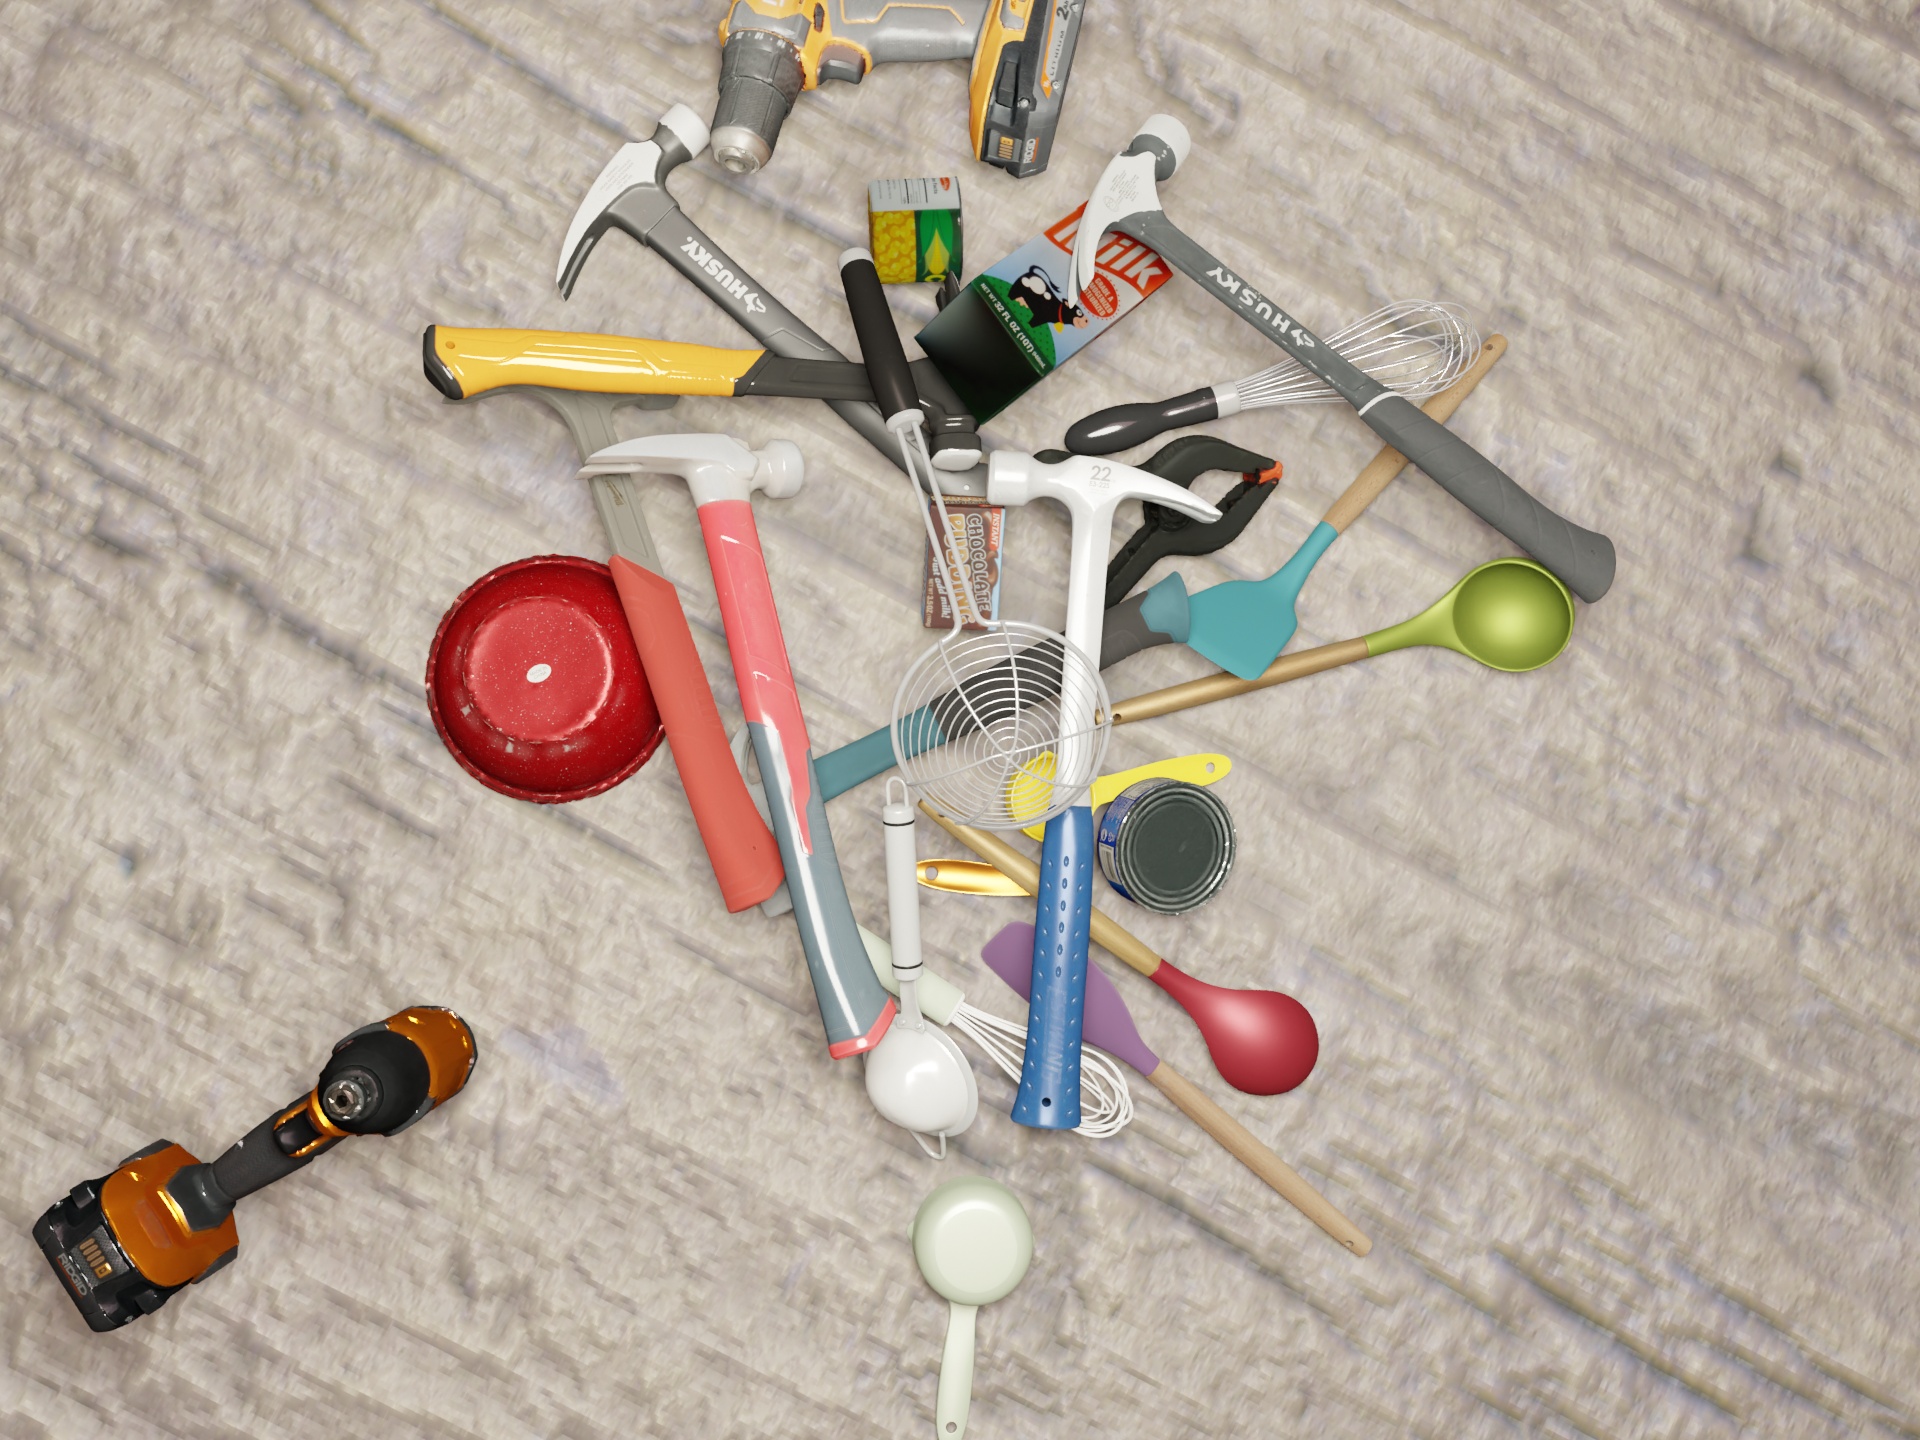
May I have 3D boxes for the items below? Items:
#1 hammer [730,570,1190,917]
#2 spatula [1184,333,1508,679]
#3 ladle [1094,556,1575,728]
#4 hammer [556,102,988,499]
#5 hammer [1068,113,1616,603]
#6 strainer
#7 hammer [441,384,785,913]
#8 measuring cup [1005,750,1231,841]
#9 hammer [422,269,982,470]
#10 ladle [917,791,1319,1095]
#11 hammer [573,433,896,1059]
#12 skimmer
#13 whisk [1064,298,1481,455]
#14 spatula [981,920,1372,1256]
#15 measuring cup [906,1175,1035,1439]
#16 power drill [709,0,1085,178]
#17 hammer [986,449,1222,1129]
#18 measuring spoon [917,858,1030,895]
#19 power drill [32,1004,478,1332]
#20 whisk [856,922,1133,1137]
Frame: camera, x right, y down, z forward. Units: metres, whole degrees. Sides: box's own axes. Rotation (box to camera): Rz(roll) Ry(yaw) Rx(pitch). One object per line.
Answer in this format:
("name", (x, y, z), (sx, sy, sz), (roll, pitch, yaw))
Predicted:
("hammer", (-0.002, -0.003, 1.010), (0.331, 0.033, 0.128), (-26, 86, 1))
("spatula", (0.262, -0.150, 1.056), (0.082, 0.044, 0.317), (38, 80, 28))
("ladle", (0.243, -0.039, 1.040), (0.320, 0.062, 0.078), (-15, 106, -3))
("hammer", (-0.111, -0.241, 1.039), (0.335, 0.035, 0.146), (42, 82, 0))
("hammer", (0.244, -0.206, 0.990), (0.409, 0.036, 0.149), (37, 63, -4))
("strainer", (-0.034, 0.159, 0.966), (0.087, 0.050, 0.258), (6, 105, 33))
("hammer", (-0.192, -0.055, 0.970), (0.149, 0.036, 0.359), (-14, 81, -37))
("measuring cup", (0.103, 0.042, 1.041), (0.156, 0.029, 0.062), (-10, 90, -17))
("hammer", (-0.151, -0.221, 0.971), (0.336, 0.034, 0.127), (-1, 76, -19))
("ladle", (0.102, 0.140, 1.005), (0.315, 0.031, 0.069), (36, 88, -7))
("hammer", (-0.121, 0.011, 0.945), (0.143, 0.038, 0.386), (-7, 76, -34))
("skimmer", (-0.013, -0.114, 0.953), (0.127, 0.090, 0.364), (-18, 71, 3))
("whisk", (0.206, -0.222, 1.056), (0.284, 0.070, 0.070), (-15, 86, -1))
("spatula", (0.144, 0.238, 1.019), (0.316, 0.018, 0.059), (41, 123, -3))
("measuring cup", (0.003, 0.372, 0.990), (0.083, 0.038, 0.168), (7, 82, -4))
("power drill", (-0.046, -0.421, 1.030), (0.226, 0.084, 0.185), (14, 75, 0))
("hammer", (0.074, 0.041, 0.968), (0.144, 0.035, 0.405), (4, 87, -1))
("measuring spoon", (0.025, 0.104, 1.033), (0.117, 0.011, 0.021), (6, 84, -1))
("power drill", (-0.397, 0.247, 0.908), (0.226, 0.164, 0.084), (-33, 89, -5))
("whisk", (0.002, 0.188, 1.007), (0.246, 0.059, 0.058), (33, 47, 3))
